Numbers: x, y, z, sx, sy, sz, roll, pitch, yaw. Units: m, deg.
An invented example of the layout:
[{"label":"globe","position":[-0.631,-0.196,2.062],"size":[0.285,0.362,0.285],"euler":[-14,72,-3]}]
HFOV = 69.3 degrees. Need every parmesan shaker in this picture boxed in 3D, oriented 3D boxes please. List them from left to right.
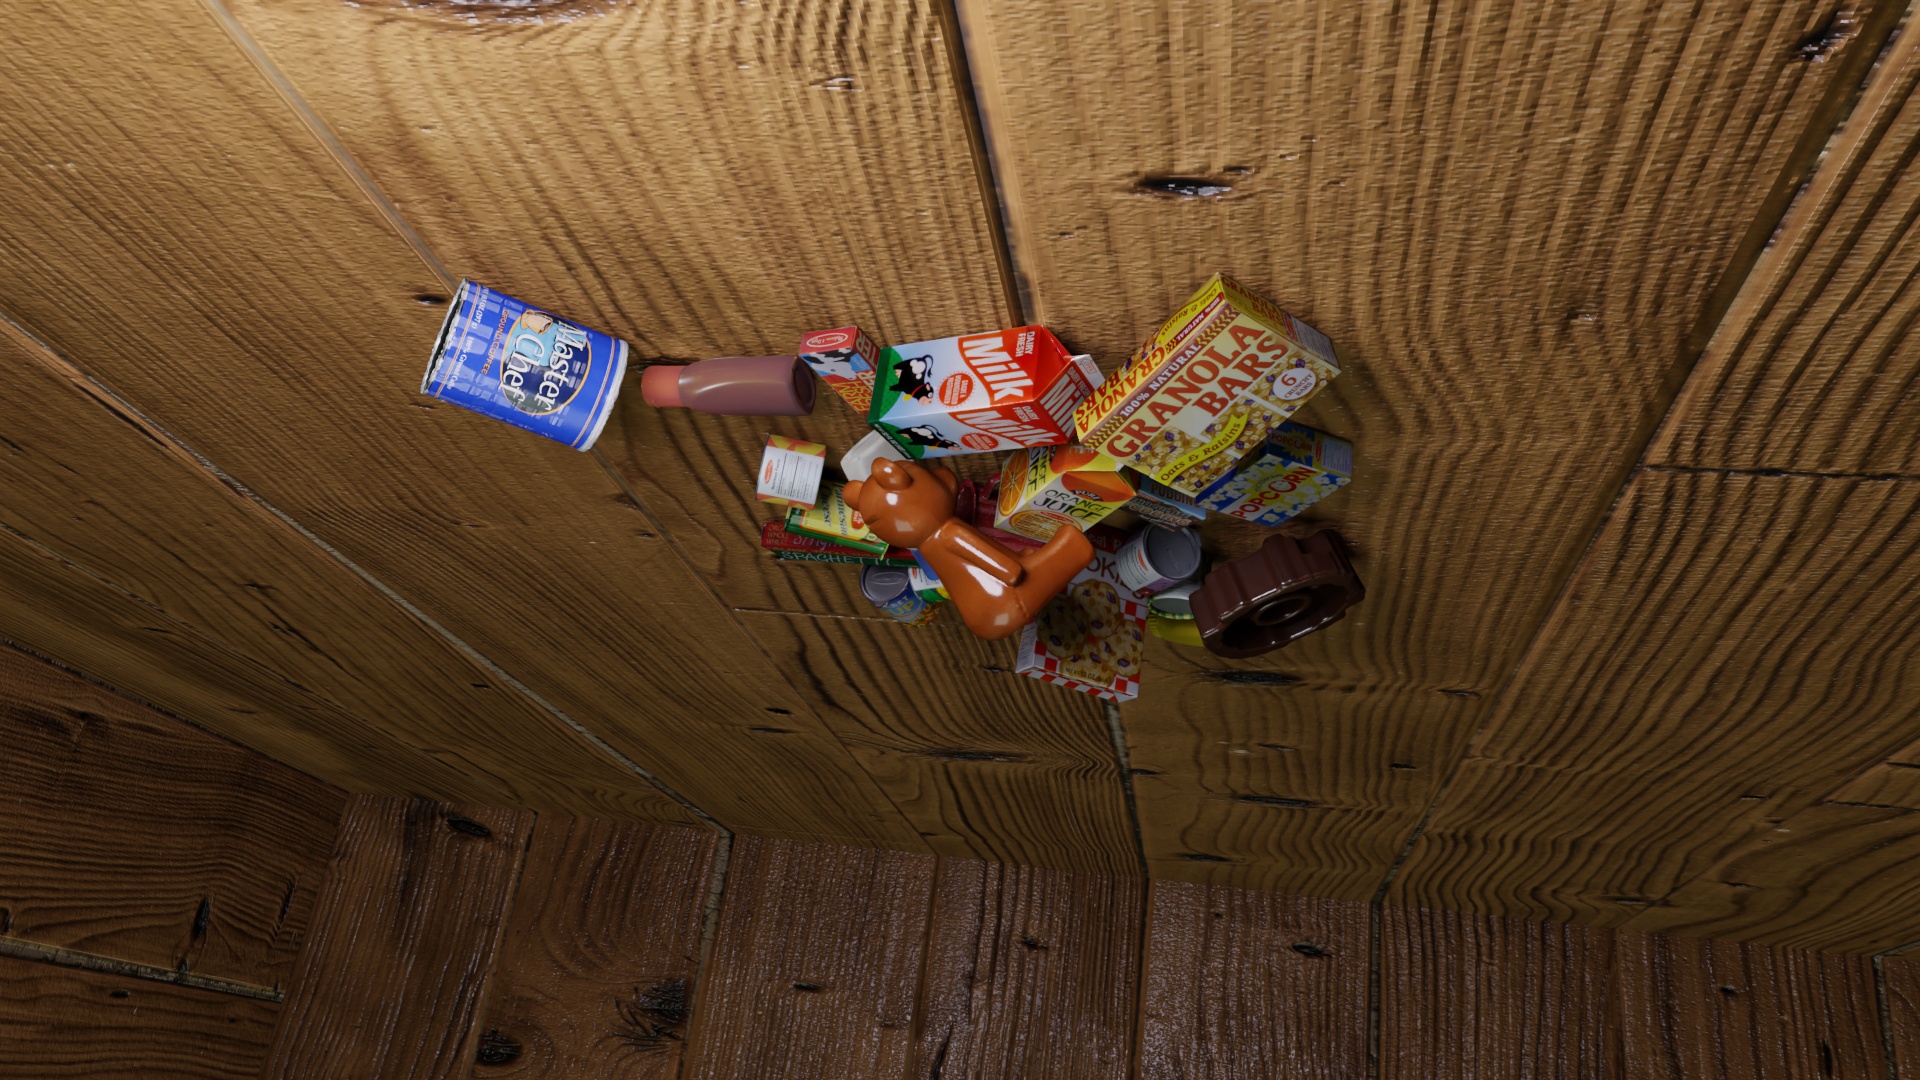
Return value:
[{"label":"parmesan shaker","position":[-0.121,-0.025,1.400],"size":[0.103,0.071,0.071],"euler":[13,156,-10]}]

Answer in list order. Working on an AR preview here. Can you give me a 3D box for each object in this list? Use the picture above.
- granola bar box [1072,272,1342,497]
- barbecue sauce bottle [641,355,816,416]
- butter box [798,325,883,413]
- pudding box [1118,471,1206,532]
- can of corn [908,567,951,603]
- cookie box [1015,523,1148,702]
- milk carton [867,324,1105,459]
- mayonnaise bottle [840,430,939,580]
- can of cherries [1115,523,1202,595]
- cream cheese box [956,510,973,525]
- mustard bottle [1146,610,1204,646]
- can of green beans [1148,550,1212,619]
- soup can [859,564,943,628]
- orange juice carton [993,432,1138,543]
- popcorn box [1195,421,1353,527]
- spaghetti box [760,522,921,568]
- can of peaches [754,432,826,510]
[{"label":"granola bar box","position":[0.186,-0.113,1.061],"size":[0.124,0.039,0.164],"euler":[23,131,-29]},{"label":"barbecue sauce bottle","position":[-0.205,-0.134,1.214],"size":[0.148,0.044,0.064],"euler":[2,156,17]},{"label":"butter box","position":[-0.087,-0.143,1.176],"size":[0.053,0.024,0.103],"euler":[-4,154,28]},{"label":"pudding box","position":[0.187,-0.040,1.313],"size":[0.084,0.030,0.049],"euler":[21,153,-27]},{"label":"can of corn","position":[-0.012,0.033,1.506],"size":[0.058,0.071,0.071],"euler":[-10,150,36]},{"label":"cookie box","position":[0.129,0.066,1.405],"size":[0.123,0.168,0.040],"euler":[18,158,-21]},{"label":"milk carton","position":[0.027,-0.121,1.126],"size":[0.190,0.074,0.072],"euler":[-4,154,26]},{"label":"mayonnaise bottle","position":[-0.051,-0.031,1.297],"size":[0.041,0.065,0.147],"euler":[-8,121,46]},{"label":"can of cherries","position":[0.200,0.016,1.396],"size":[0.071,0.072,0.058],"euler":[17,155,-18]},{"label":"cream cheese box","position":[0.005,-0.018,1.435],"size":[0.104,0.024,0.053],"euler":[14,158,-11]},{"label":"mustard bottle","position":[0.261,0.086,1.544],"size":[0.160,0.065,0.048],"euler":[-5,148,41]},{"label":"can of green beans","position":[0.230,0.045,1.460],"size":[0.071,0.058,0.071],"euler":[7,157,3]},{"label":"soup can","position":[-0.066,0.058,1.574],"size":[0.071,0.071,0.083],"euler":[-4,154,27]},{"label":"orange juice carton","position":[0.103,-0.063,1.235],"size":[0.073,0.072,0.192],"euler":[16,156,-17]},{"label":"popcorn box","position":[0.276,-0.058,1.230],"size":[0.085,0.038,0.126],"euler":[16,156,-15]},{"label":"spaghetti box","position":[-0.100,0.006,1.484],"size":[0.250,0.029,0.050],"euler":[3,163,28]},{"label":"can of peaches","position":[-0.163,-0.066,1.332],"size":[0.058,0.071,0.071],"euler":[11,156,-7]}]
